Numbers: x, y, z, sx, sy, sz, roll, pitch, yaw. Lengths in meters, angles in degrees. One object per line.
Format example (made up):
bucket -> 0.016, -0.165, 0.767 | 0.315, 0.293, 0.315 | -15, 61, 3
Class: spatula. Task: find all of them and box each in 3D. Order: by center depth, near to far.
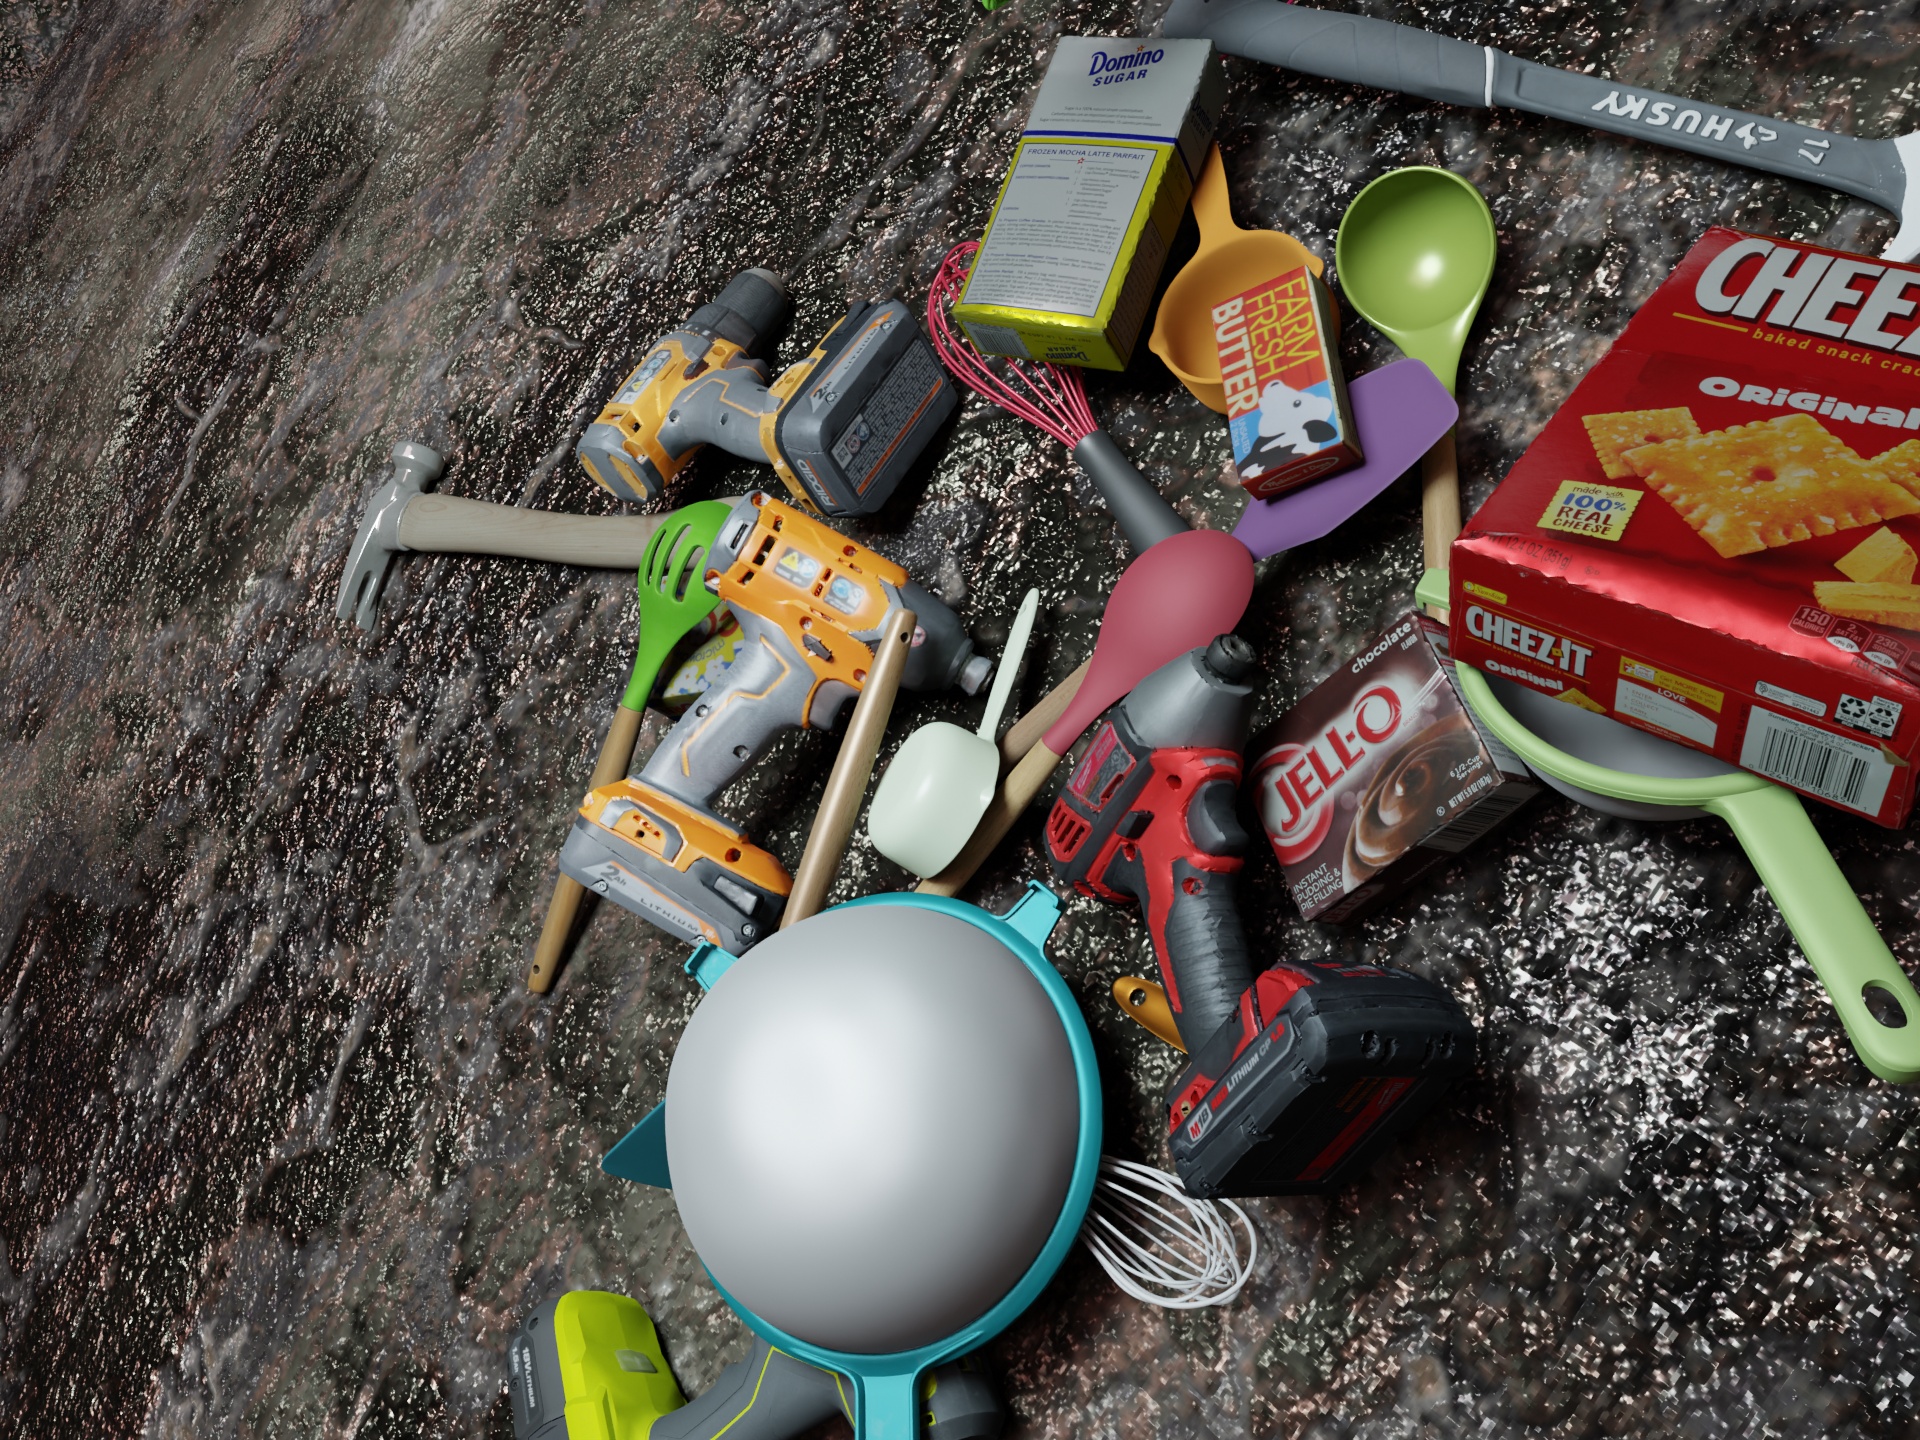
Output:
spatula -> 0.105, -0.058, 0.775 | 0.316, 0.018, 0.060 | -42, 53, 23
spatula -> -0.085, 0.092, 0.802 | 0.044, 0.082, 0.317 | 13, 82, 58

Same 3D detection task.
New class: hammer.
hammer -> 0.267, -0.296, 0.755 | 0.409, 0.036, 0.149 | 30, 90, 33
hammer -> -0.288, -0.119, 1.097 | 0.411, 0.038, 0.146 | 8, 76, 37

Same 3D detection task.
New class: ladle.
ladle -> 0.214, -0.109, 0.725 | 0.078, 0.062, 0.320 | -13, 65, 38
ladle -> 0.030, 0.032, 0.782 | 0.315, 0.031, 0.069 | -52, 48, 17

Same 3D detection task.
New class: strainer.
strainer -> 0.280, 0.027, 0.589 | 0.151, 0.069, 0.257 | -15, 50, 4
strainer -> -0.049, 0.224, 0.652 | 0.211, 0.095, 0.341 | -13, 63, 20

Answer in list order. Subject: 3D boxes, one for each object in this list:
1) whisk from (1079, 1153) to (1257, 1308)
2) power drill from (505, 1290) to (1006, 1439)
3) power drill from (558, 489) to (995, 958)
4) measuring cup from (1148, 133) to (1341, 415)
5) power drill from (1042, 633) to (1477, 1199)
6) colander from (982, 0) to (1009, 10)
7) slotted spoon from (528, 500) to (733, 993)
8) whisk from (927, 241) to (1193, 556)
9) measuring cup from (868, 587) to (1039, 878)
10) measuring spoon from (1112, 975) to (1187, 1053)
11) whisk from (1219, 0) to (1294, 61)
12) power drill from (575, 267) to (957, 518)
whisk -> 0.031, 0.194, 0.727 | 0.059, 0.057, 0.246 | -37, 39, -29
power drill -> -0.101, 0.295, 0.752 | 0.223, 0.080, 0.171 | -33, 55, 14
power drill -> -0.095, 0.011, 0.851 | 0.164, 0.084, 0.226 | 28, 88, 2
measuring cup -> 0.146, -0.235, 0.833 | 0.095, 0.052, 0.174 | -21, 57, 26
power drill -> 0.112, 0.074, 0.664 | 0.143, 0.078, 0.220 | -60, 36, 35
colander -> 0.200, -0.413, 0.777 | 0.397, 0.204, 0.094 | -29, 85, -7
slotted spoon -> -0.200, 0.017, 0.938 | 0.070, 0.031, 0.313 | 25, 98, 31
whisk -> 0.061, -0.160, 0.858 | 0.073, 0.073, 0.296 | -40, 59, 14
measuring cup -> -0.001, -0.003, 0.807 | 0.083, 0.038, 0.168 | -26, 40, 63
measuring spoon -> 0.112, 0.145, 0.712 | 0.117, 0.011, 0.021 | 27, 80, 43
whisk -> 0.122, -0.366, 0.896 | 0.047, 0.051, 0.245 | 40, 90, 11
power drill -> -0.112, -0.209, 0.978 | 0.226, 0.084, 0.185 | 12, 58, 40
